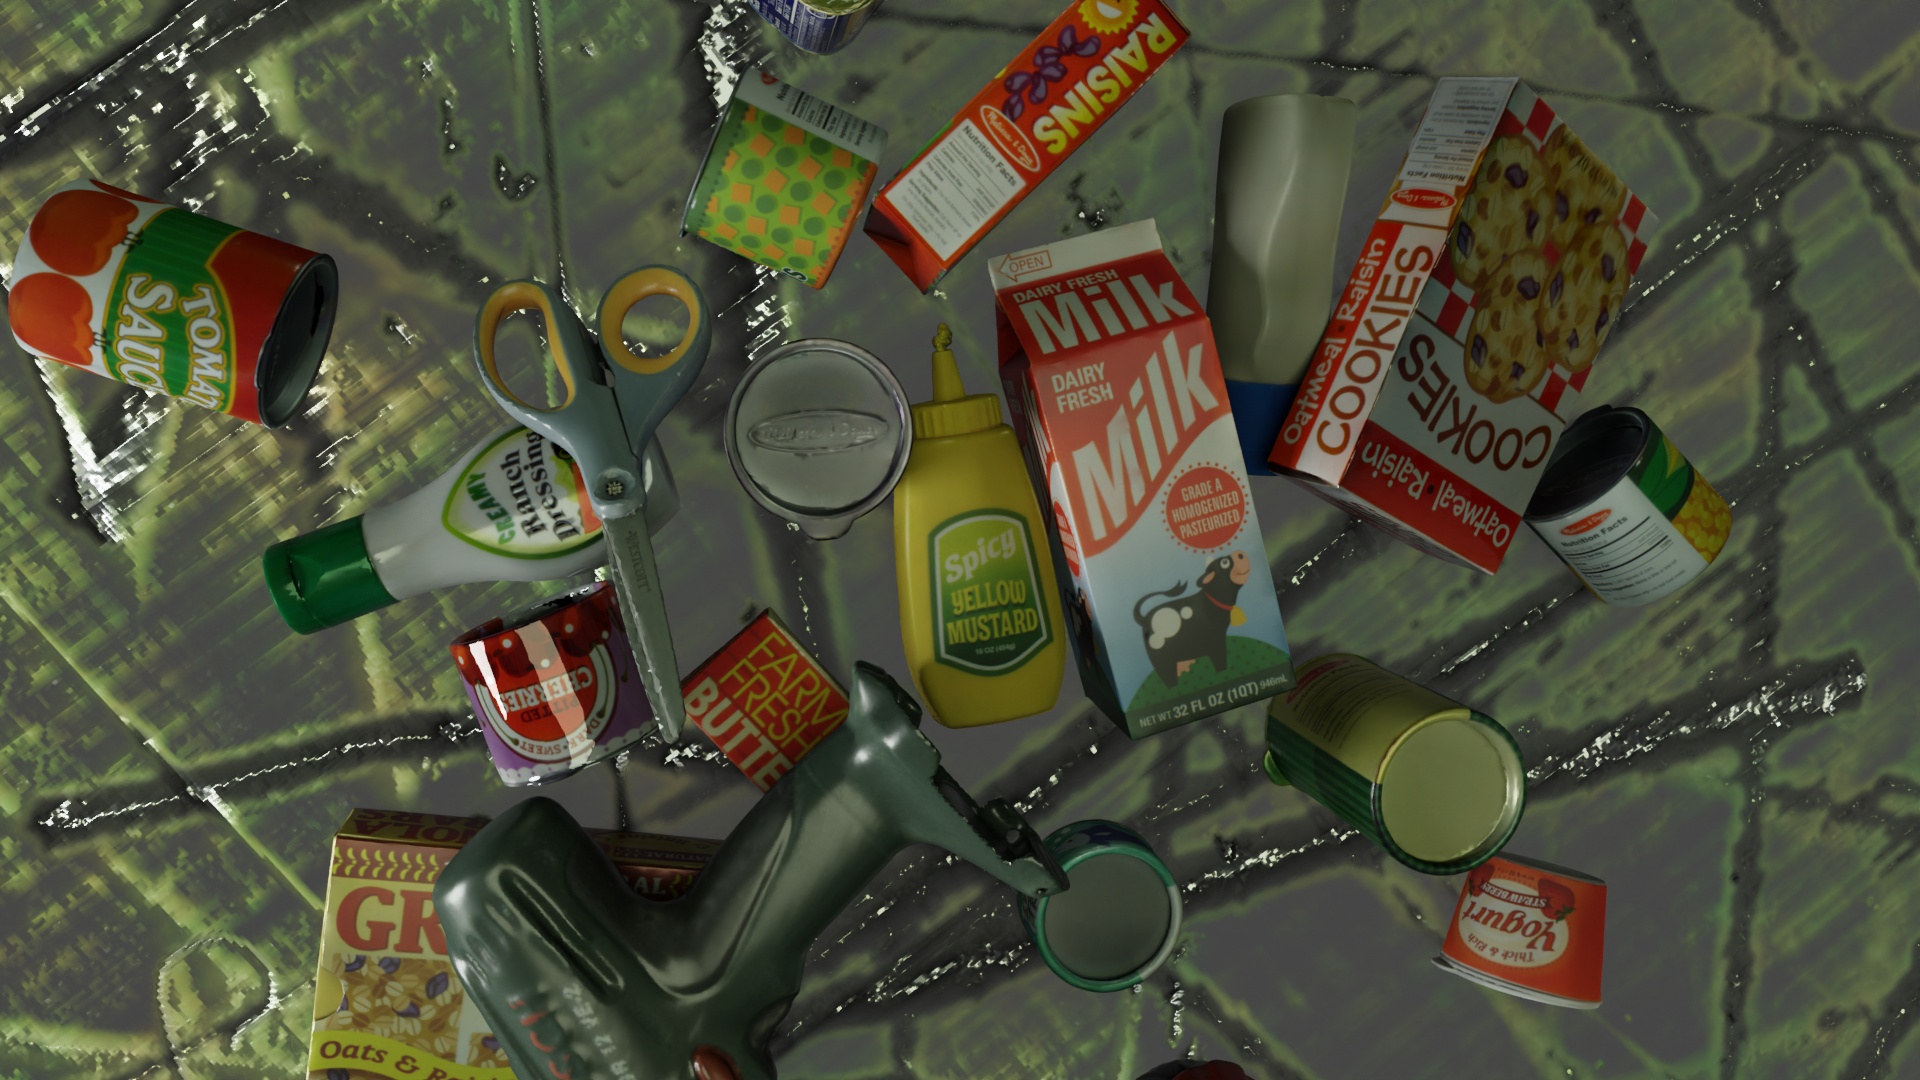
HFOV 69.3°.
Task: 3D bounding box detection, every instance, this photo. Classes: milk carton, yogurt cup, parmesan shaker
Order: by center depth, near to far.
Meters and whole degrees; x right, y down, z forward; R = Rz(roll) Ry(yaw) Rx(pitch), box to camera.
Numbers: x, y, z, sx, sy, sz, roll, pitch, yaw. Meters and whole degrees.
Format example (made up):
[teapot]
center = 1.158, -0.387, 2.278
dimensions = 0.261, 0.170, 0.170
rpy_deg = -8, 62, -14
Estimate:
[milk carton]
center = 0.068, -0.027, 0.553
dimensions = 0.072, 0.073, 0.190
rpy_deg = -16, 99, -7
[parmesan shaker]
center = 0.173, 0.091, 0.569
dimensions = 0.071, 0.103, 0.071
rpy_deg = -1, 97, -9
[yogurt cup]
center = 0.251, 0.169, 0.613
dimensions = 0.072, 0.072, 0.054
rpy_deg = 14, 87, -11

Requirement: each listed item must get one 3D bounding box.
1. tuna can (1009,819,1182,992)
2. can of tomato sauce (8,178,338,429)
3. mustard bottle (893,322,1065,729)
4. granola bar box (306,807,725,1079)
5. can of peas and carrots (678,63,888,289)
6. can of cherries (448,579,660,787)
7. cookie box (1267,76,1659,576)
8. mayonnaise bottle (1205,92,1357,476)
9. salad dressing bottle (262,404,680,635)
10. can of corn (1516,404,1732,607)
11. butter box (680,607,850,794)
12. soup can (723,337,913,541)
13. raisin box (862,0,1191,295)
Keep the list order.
[tuna can]
center = 0.057, 0.155, 0.593
dimensions = 0.071, 0.033, 0.071
rpy_deg = -1, 97, -10
[can of tomato sauce]
center = -0.276, -0.082, 0.491
dimensions = 0.083, 0.071, 0.071
rpy_deg = 18, 94, -11
[mustard bottle]
center = 0.002, -0.007, 0.557
dimensions = 0.065, 0.049, 0.160
rpy_deg = -11, 98, -11
[granola bar box]
center = -0.167, 0.178, 0.555
dimensions = 0.166, 0.039, 0.124
rpy_deg = 7, 95, -11
[can of peas and carrots]
center = -0.067, -0.133, 0.523
dimensions = 0.059, 0.071, 0.071
rpy_deg = 22, 93, -12
[can of cherries]
center = -0.152, 0.053, 0.526
dimensions = 0.071, 0.071, 0.058
rpy_deg = -20, 99, -7
[cookie box]
center = 0.206, -0.082, 0.564
dimensions = 0.123, 0.040, 0.167
rpy_deg = 22, 93, -38
[mayonnaise bottle]
center = 0.125, -0.101, 0.562
dimensions = 0.041, 0.065, 0.147
rpy_deg = 0, 101, -17
[salad dressing bottle]
center = -0.184, -0.006, 0.527
dimensions = 0.148, 0.044, 0.064
rpy_deg = -21, 84, -7
[can of corn]
center = 0.284, -0.016, 0.596
dimensions = 0.058, 0.071, 0.071
rpy_deg = 43, 89, -12
[butter box]
center = -0.064, 0.081, 0.569
dimensions = 0.053, 0.024, 0.103
rpy_deg = -43, 102, -3
[soup can]
center = -0.056, -0.040, 0.525
dimensions = 0.071, 0.084, 0.071
rpy_deg = -1, 97, -9
[raisin box]
center = 0.021, -0.152, 0.524
dimensions = 0.123, 0.086, 0.040
rpy_deg = -44, 97, -2
